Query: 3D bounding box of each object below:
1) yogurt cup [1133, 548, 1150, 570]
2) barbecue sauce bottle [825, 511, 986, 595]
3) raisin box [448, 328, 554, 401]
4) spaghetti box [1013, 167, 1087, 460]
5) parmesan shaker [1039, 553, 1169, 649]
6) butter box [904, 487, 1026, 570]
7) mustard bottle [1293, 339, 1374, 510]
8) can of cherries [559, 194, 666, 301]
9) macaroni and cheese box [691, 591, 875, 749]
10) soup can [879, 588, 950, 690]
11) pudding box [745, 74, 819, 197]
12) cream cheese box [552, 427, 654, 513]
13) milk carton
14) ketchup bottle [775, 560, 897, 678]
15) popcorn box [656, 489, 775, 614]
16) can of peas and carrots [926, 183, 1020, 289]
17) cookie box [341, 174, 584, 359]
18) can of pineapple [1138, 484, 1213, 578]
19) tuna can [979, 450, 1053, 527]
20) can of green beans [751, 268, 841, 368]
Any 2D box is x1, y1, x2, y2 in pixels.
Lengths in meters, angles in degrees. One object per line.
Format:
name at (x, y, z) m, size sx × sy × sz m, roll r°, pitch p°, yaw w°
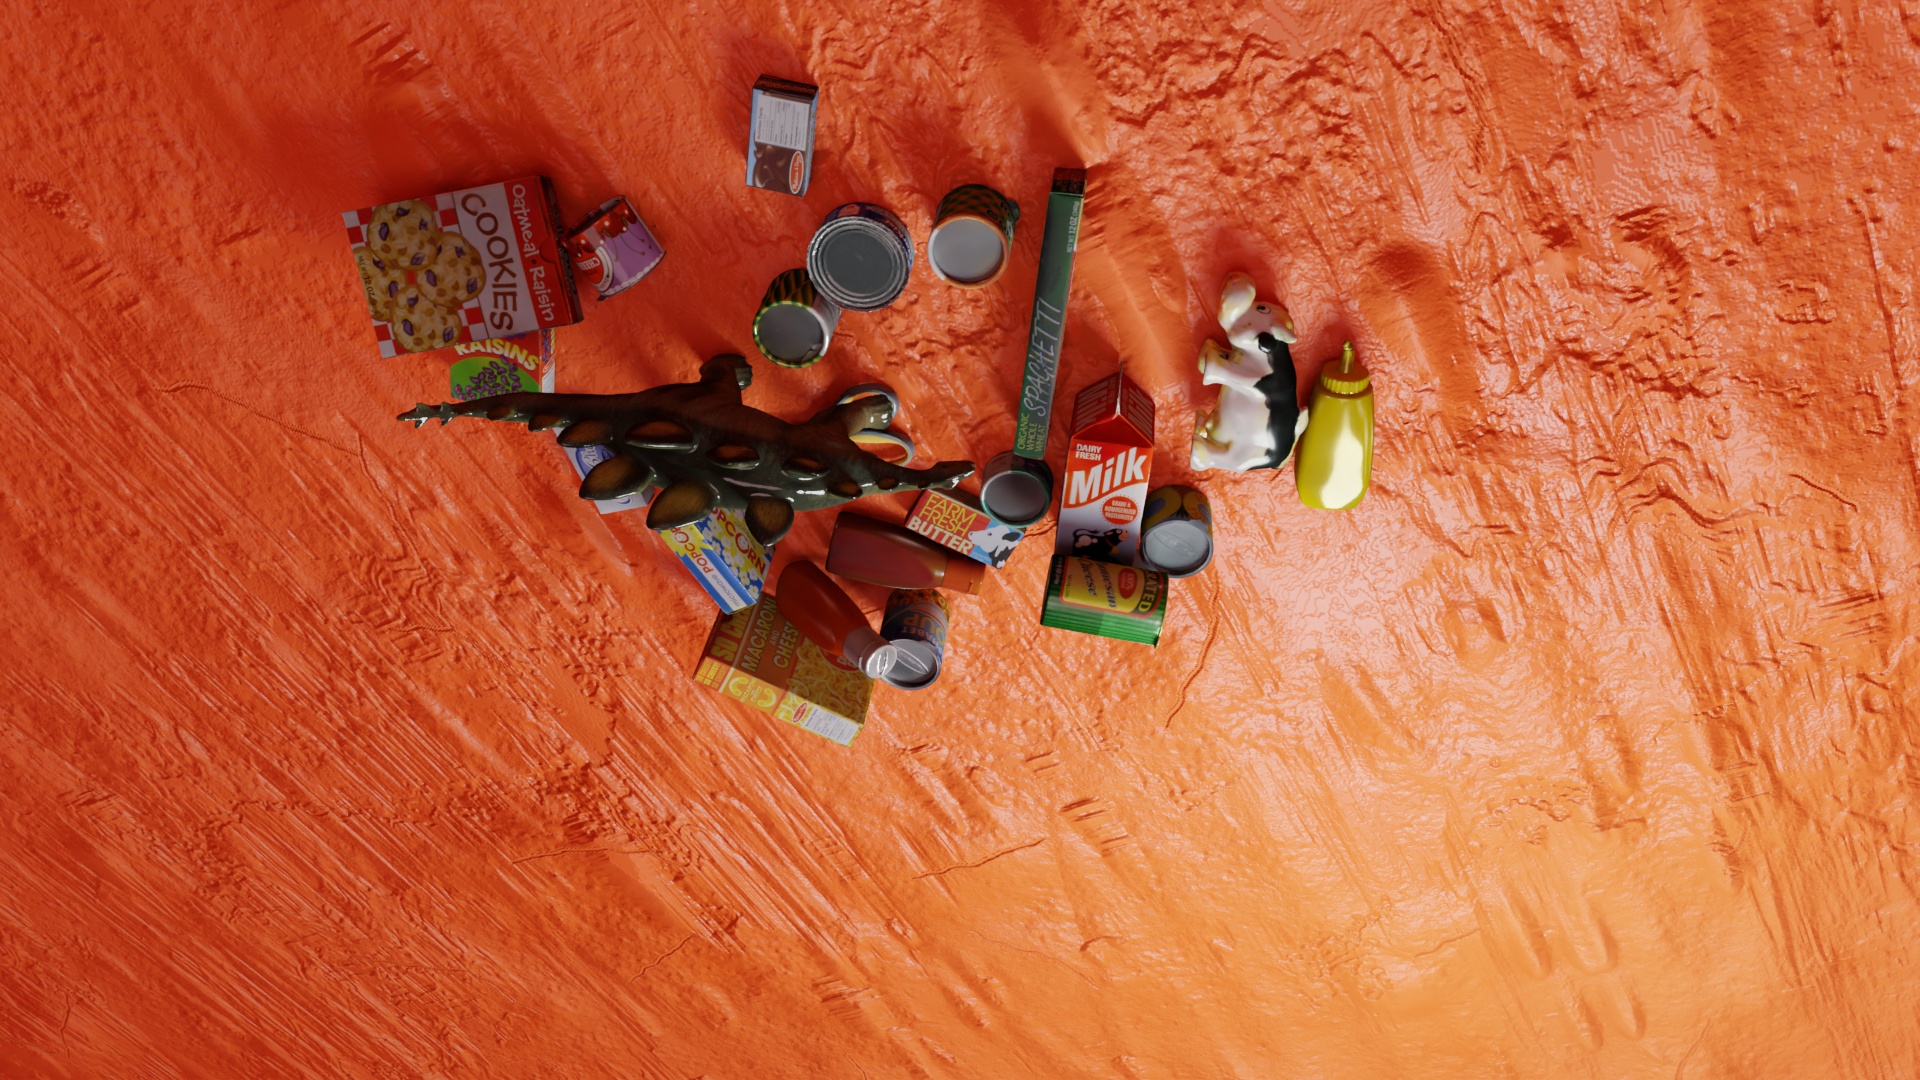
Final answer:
yogurt cup at (0.151, 0.041, 1.298) m, size 0.072 × 0.073 × 0.053 m, roll 7°, pitch 119°, yaw 3°
barbecue sauce bottle at (-0.051, 0.018, 1.322) m, size 0.148 × 0.044 × 0.064 m, roll 14°, pitch 128°, yaw -3°
raisin box at (-0.405, -0.177, 1.230) m, size 0.086 × 0.040 × 0.122 m, roll 13°, pitch 129°, yaw -1°
spaghetti box at (0.073, -0.182, 1.150) m, size 0.029 × 0.050 × 0.248 m, roll 9°, pitch 127°, yaw 4°
parmesan shaker at (0.125, 0.054, 1.214) m, size 0.103 × 0.072 × 0.071 m, roll 10°, pitch 127°, yaw 1°
butter box at (0.005, -0.016, 1.300) m, size 0.103 × 0.024 × 0.052 m, roll 24°, pitch 126°, yaw -10°
mustard bottle at (0.321, -0.101, 1.176) m, size 0.065 × 0.049 × 0.159 m, roll 4°, pitch 127°, yaw 8°
can of cherries at (-0.288, -0.241, 1.144) m, size 0.071 × 0.072 × 0.058 m, roll -21°, pitch 121°, yaw 22°
macaroni and cheese box at (-0.166, 0.119, 1.363) m, size 0.166 × 0.124 × 0.040 m, roll 25°, pitch 123°, yaw -11°
soup can at (-0.045, 0.092, 1.351) m, size 0.071 × 0.084 × 0.071 m, roll 4°, pitch 127°, yaw 5°
pudding box at (-0.141, -0.317, 1.092) m, size 0.050 × 0.030 × 0.083 m, roll 11°, pitch 127°, yaw -1°
cream cheese box at (-0.334, -0.075, 1.305) m, size 0.053 × 0.024 × 0.103 m, roll -11°, pitch 124°, yaw 17°
milk carton at (0.128, -0.061, 1.218) m, size 0.073 × 0.073 × 0.189 m, roll 7°, pitch 127°, yaw 3°
ketchup bottle at (-0.119, 0.078, 1.320) m, size 0.044 × 0.149 × 0.064 m, roll -14°, pitch 127°, yaw -38°
popcorn box at (-0.230, -0.005, 1.304) m, size 0.038 × 0.085 × 0.126 m, roll -21°, pitch 121°, yaw 23°
can of peas and carrots at (0.011, -0.243, 1.108) m, size 0.071 × 0.059 × 0.070 m, roll 4°, pitch 128°, yaw 5°
cookie box at (-0.410, -0.226, 1.152) m, size 0.167 × 0.040 × 0.122 m, roll -9°, pitch 104°, yaw 4°
can of pineapple at (0.197, -0.009, 1.256) m, size 0.071 × 0.058 × 0.070 m, roll 4°, pitch 127°, yaw 5°
tuna can at (0.053, -0.045, 1.266) m, size 0.071 × 0.033 × 0.070 m, roll 4°, pitch 127°, yaw 6°
can of green beans at (-0.138, -0.187, 1.171) m, size 0.071 × 0.058 × 0.071 m, roll 4°, pitch 127°, yaw 5°
